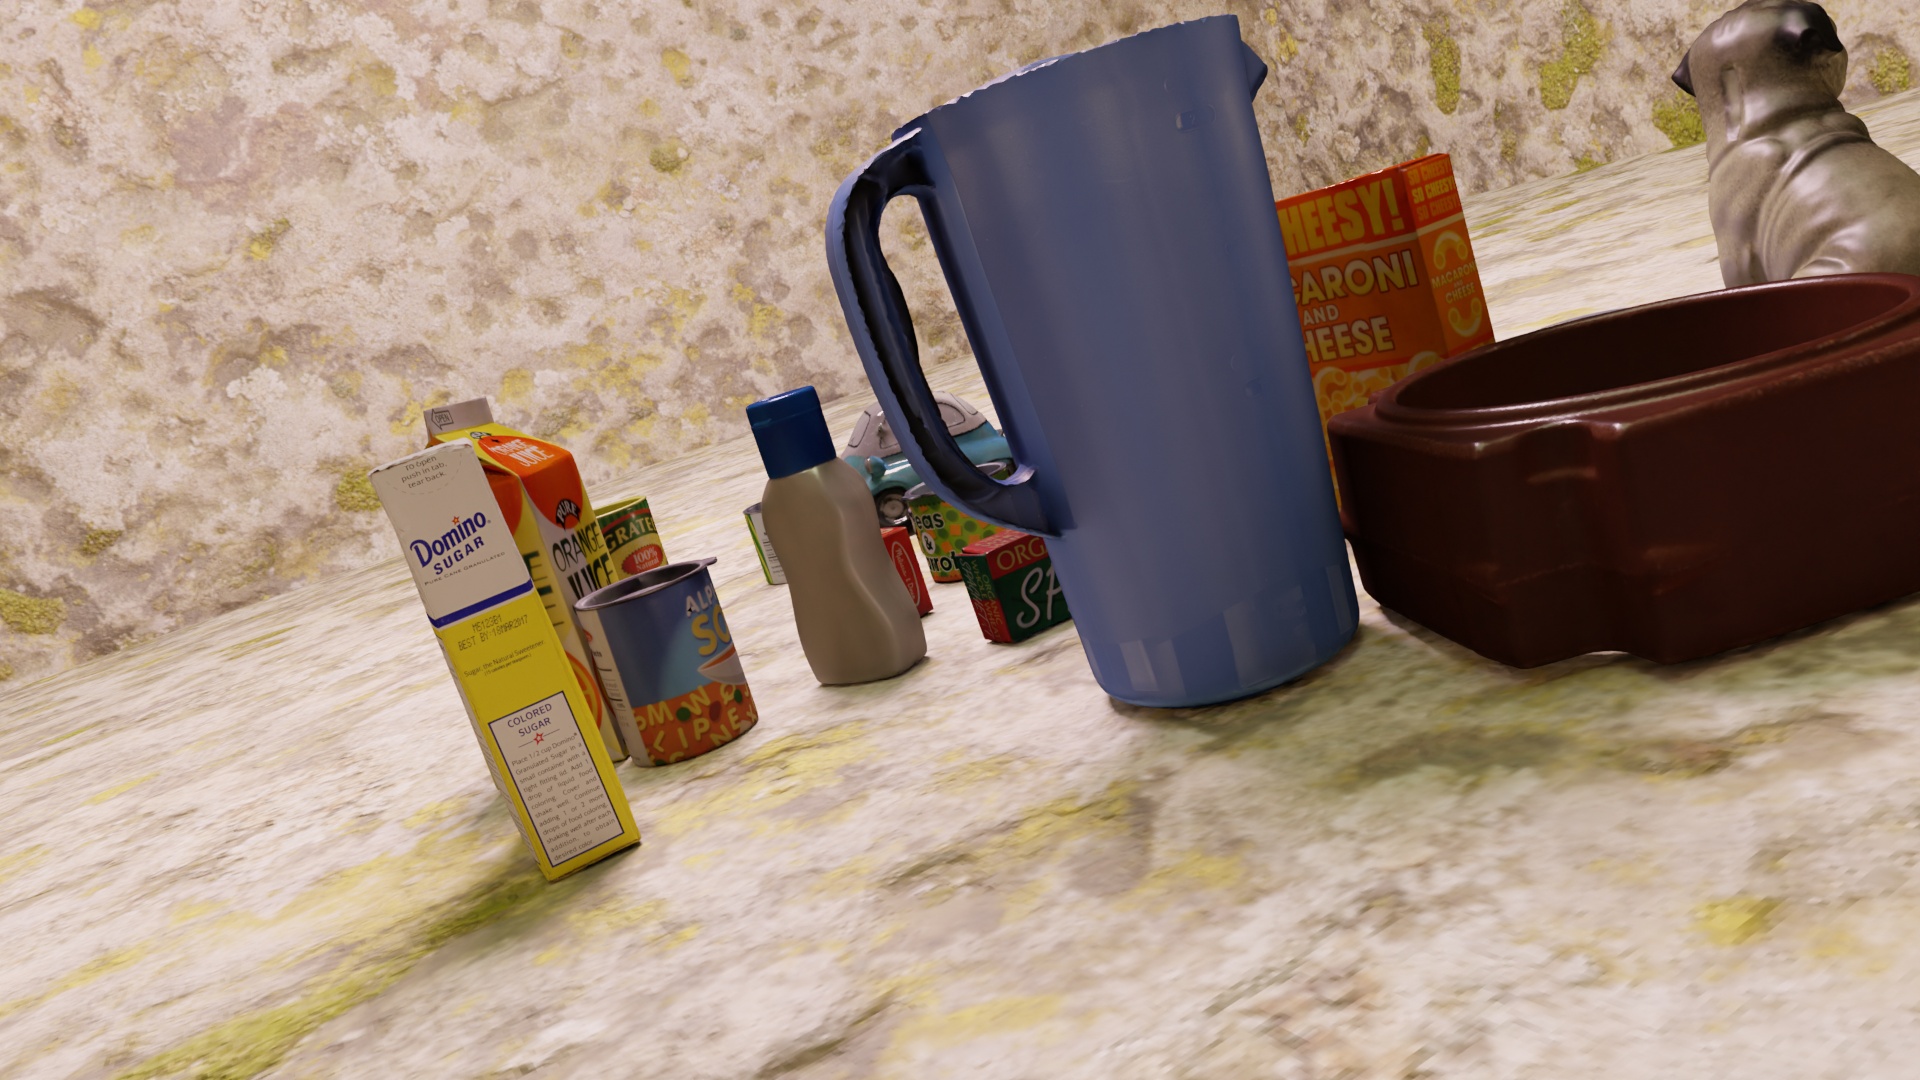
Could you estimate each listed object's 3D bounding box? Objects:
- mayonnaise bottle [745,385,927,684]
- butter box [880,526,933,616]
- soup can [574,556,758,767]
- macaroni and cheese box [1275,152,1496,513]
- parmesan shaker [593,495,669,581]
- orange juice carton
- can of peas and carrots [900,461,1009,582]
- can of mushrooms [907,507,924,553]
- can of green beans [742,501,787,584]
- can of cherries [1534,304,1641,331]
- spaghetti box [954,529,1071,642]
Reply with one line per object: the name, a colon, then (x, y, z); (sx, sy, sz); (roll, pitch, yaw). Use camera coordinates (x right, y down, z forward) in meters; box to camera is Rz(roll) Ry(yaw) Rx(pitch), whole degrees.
mayonnaise bottle: (-0.066, -0.002, 0.695); (0.064, 0.147, 0.041); (-10, 13, 35)
butter box: (-0.059, 0.021, 0.824); (0.024, 0.053, 0.103); (-24, 12, -31)
soup can: (-0.140, 0.058, 0.680); (0.071, 0.083, 0.071); (-17, 10, 3)
macaroni and cheese box: (0.189, -0.085, 0.657); (0.040, 0.166, 0.123); (-24, 12, -33)
parmesan shaker: (-0.216, 0.029, 0.896); (0.071, 0.103, 0.071); (-17, 10, 3)
orange juice carton: (-0.224, 0.021, 0.709); (0.073, 0.192, 0.072); (-16, 10, 10)
can of peas and carrots: (0.003, -0.011, 0.868); (0.071, 0.058, 0.071); (-17, 10, 3)
can of mushrooms: (-0.002, -0.016, 0.968); (0.071, 0.033, 0.071); (-17, 11, 3)
can of green beans: (-0.123, -0.005, 1.042); (0.071, 0.057, 0.071); (-17, 10, 3)
can of cherries: (0.331, -0.084, 0.716); (0.071, 0.058, 0.071); (-17, 10, 3)
spaghetti box: (0.114, -0.014, 0.732); (0.251, 0.050, 0.028); (-22, 11, -25)
